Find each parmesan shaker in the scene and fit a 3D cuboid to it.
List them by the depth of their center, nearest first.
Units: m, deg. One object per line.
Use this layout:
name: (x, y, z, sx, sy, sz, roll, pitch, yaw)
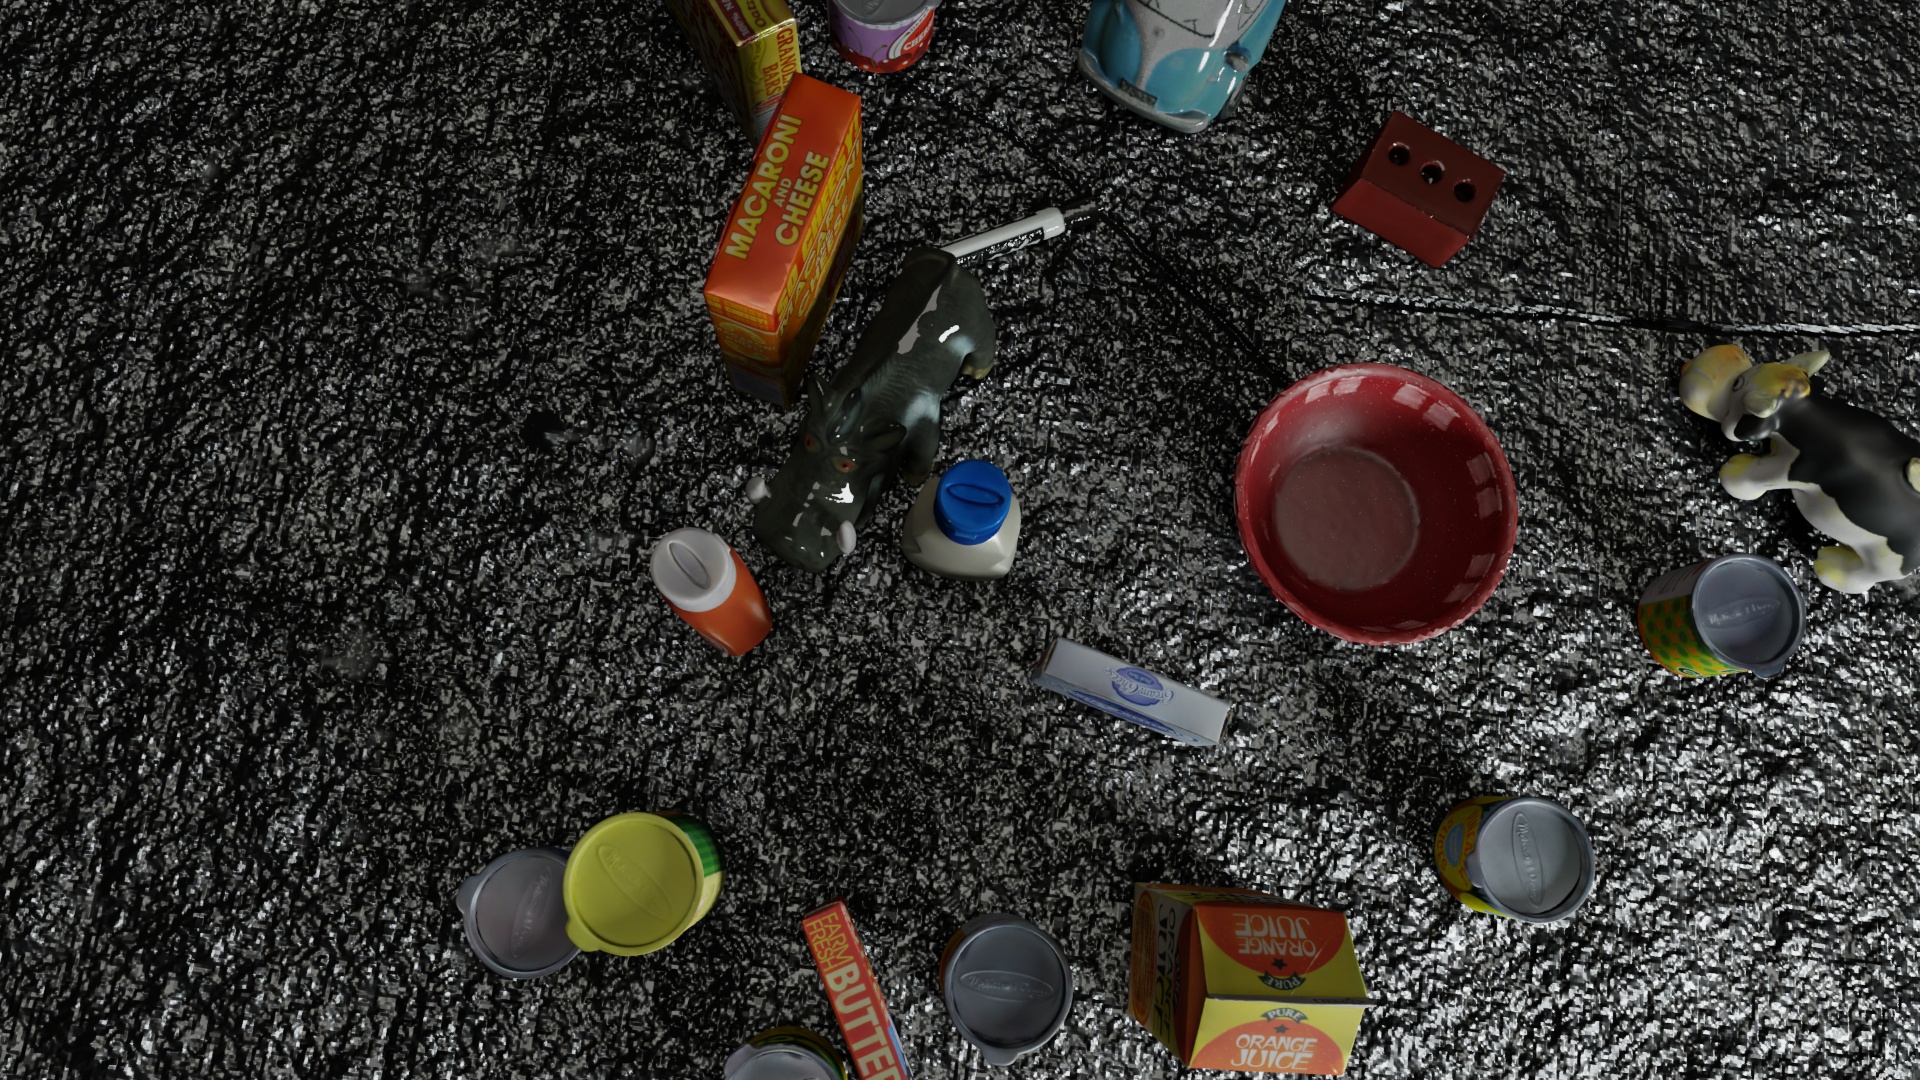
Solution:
parmesan shaker: (-0.160, 0.173, 0.708, 0.071, 0.103, 0.071, 1, 80, -4)

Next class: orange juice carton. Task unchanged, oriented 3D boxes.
orange juice carton: (0.134, 0.210, 0.675, 0.072, 0.192, 0.073, 4, 80, -3)

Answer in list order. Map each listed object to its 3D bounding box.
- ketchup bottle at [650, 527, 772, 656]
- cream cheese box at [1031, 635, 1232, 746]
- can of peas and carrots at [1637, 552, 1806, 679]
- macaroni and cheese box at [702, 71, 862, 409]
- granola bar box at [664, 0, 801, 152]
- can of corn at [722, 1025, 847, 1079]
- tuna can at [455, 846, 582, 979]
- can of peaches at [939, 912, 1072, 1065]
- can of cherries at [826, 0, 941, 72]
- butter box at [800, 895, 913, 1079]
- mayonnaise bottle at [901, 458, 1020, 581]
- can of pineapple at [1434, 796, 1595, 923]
ketchup bottle: (-0.130, 0.023, 0.715, 0.043, 0.148, 0.065, -41, 85, -9)
cream cheese box: (0.093, 0.084, 0.767, 0.104, 0.053, 0.024, 22, 79, 0)
can of peas and carrots: (0.435, 0.046, 0.795, 0.071, 0.058, 0.071, 1, 79, -4)
macaroni and cheese box: (-0.091, -0.152, 0.742, 0.040, 0.166, 0.124, 20, 79, 0)
granola bar box: (-0.147, -0.322, 0.793, 0.039, 0.124, 0.165, -30, 83, -8)
can of corn: (-0.092, 0.286, 0.714, 0.071, 0.058, 0.071, 1, 79, -4)
tuna can: (-0.227, 0.195, 0.735, 0.071, 0.032, 0.071, 1, 79, -4)
can of peaches: (0.022, 0.234, 0.731, 0.071, 0.058, 0.071, 1, 79, -4)
can of cherries: (-0.046, -0.322, 0.833, 0.071, 0.058, 0.071, 1, 79, -4)
butter box: (-0.054, 0.240, 0.728, 0.024, 0.053, 0.103, -22, 82, -7)
mayonnaise bottle: (0.003, -0.009, 0.731, 0.065, 0.148, 0.041, 13, 79, -1)
can of pineapple: (0.300, 0.173, 0.762, 0.071, 0.057, 0.071, 1, 79, -4)
